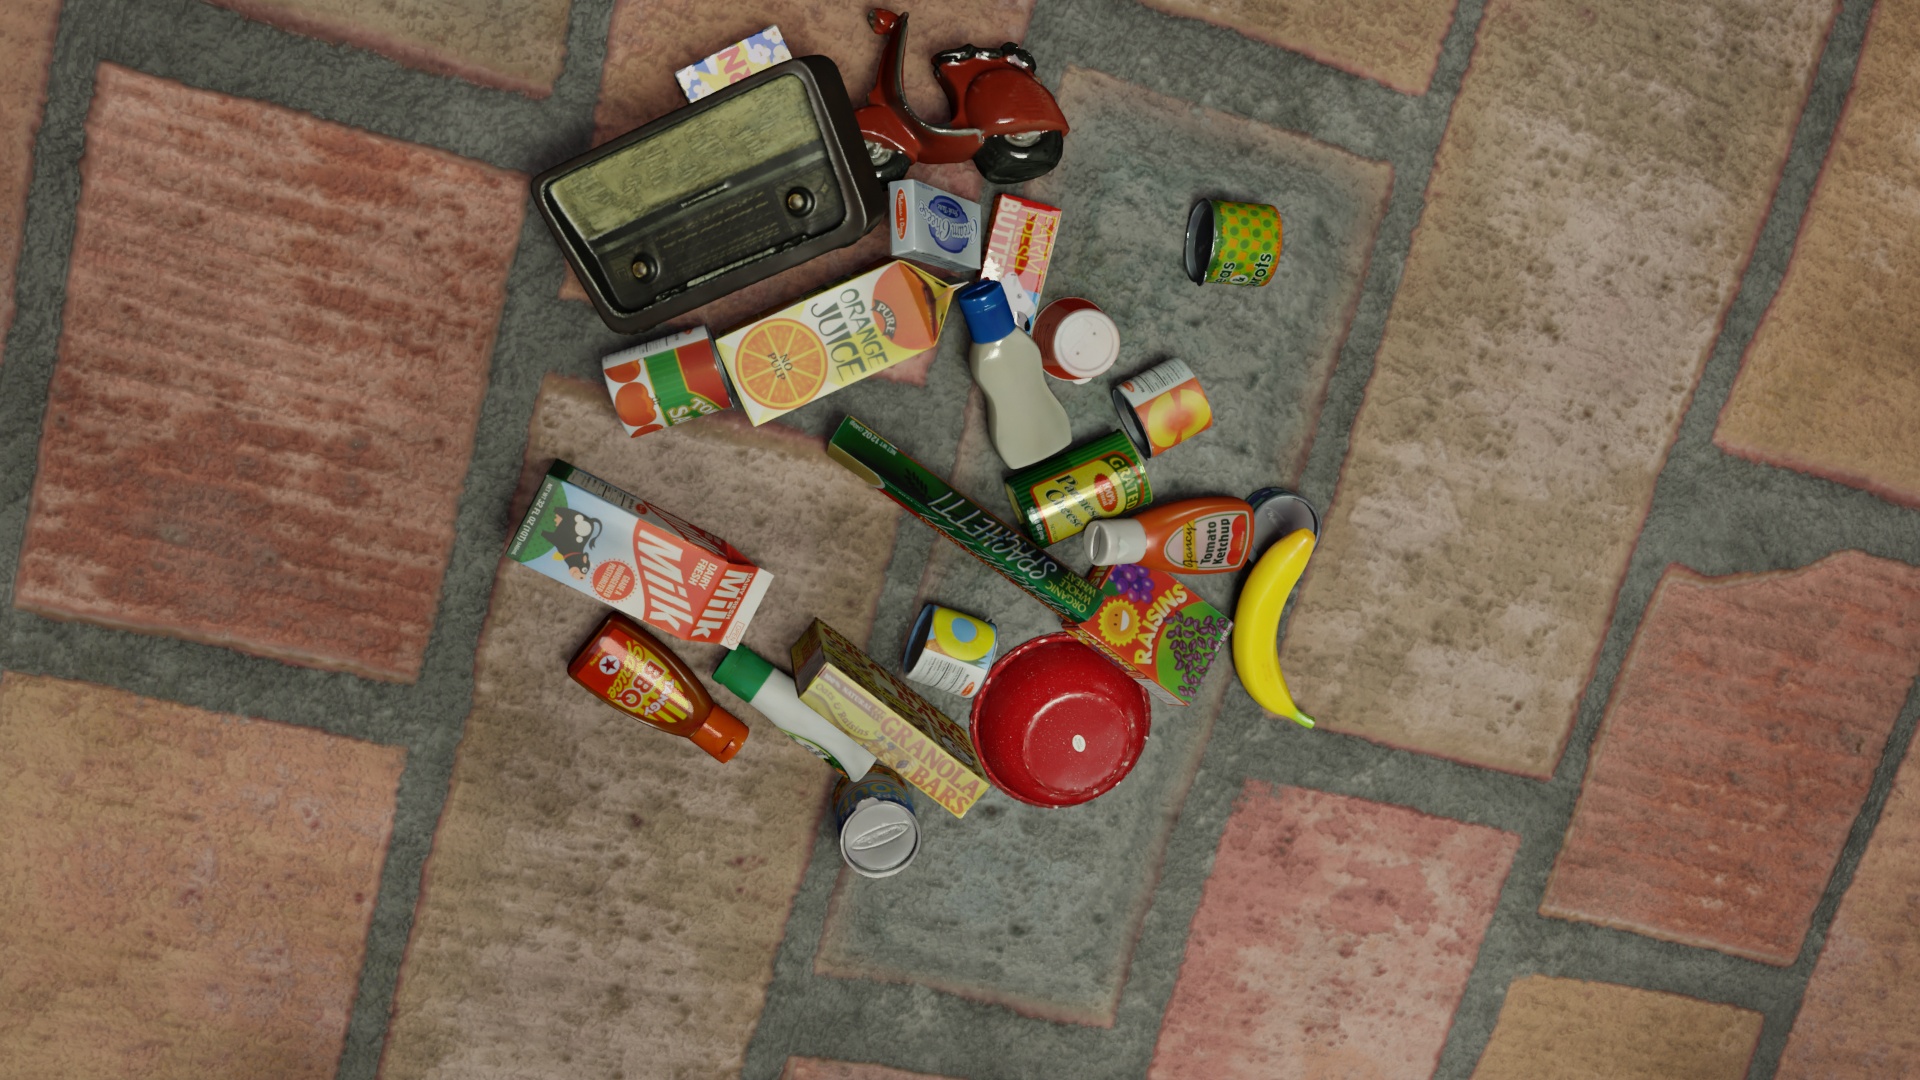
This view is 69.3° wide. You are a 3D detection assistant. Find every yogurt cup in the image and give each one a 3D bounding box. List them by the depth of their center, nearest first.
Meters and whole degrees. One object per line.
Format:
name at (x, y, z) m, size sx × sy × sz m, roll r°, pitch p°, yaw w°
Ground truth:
yogurt cup at (0.094, -0.159, 1.109) m, size 0.072 × 0.054 × 0.072 m, roll -2°, pitch 102°, yaw -9°

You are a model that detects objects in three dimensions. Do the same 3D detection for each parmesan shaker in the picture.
parmesan shaker at (0.096, -0.038, 1.130) m, size 0.103 × 0.071 × 0.071 m, roll -24°, pitch 105°, yaw -4°

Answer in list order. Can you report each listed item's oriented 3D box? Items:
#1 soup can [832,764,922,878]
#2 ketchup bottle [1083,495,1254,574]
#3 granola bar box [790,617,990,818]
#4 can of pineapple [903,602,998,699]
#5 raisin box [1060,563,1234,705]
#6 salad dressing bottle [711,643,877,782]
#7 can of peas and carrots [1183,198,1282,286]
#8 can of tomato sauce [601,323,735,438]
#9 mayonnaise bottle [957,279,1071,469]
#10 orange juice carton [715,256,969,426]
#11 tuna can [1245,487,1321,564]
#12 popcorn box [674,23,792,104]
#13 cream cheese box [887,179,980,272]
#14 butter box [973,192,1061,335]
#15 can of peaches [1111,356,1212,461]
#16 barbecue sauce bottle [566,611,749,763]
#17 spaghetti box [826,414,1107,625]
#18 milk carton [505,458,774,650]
soup can at (-0.071, 0.228, 1.150) m, size 0.071 × 0.084 × 0.071 m, roll -2°, pitch 103°, yaw -10°
ketchup bottle at (0.170, -0.002, 1.132) m, size 0.149 × 0.043 × 0.064 m, roll -4°, pitch 110°, yaw -30°
granola bar box at (-0.059, 0.140, 1.111) m, size 0.165 × 0.124 × 0.039 m, roll 39°, pitch 94°, yaw -15°
can of pineapple at (-0.008, 0.089, 1.141) m, size 0.058 × 0.071 × 0.071 m, roll 21°, pitch 98°, yaw -14°
raisin box at (0.157, 0.070, 1.167) m, size 0.123 × 0.040 × 0.086 m, roll 36°, pitch 76°, yaw -15°
salad dressing bottle at (-0.133, 0.139, 1.134) m, size 0.147 × 0.064 × 0.044 m, roll 36°, pitch 79°, yaw -7°
can of peas and carrots at (0.217, -0.235, 1.106) m, size 0.059 × 0.071 × 0.070 m, roll 2°, pitch 102°, yaw -11°
can of tomato sauce at (-0.221, -0.119, 1.056) m, size 0.083 × 0.071 × 0.071 m, roll -18°, pitch 105°, yaw -5°
mayonnaise bottle at (0.039, -0.132, 1.096) m, size 0.065 × 0.041 × 0.147 m, roll -25°, pitch 118°, yaw -5°
orange juice carton at (-0.087, -0.163, 1.067) m, size 0.193 × 0.072 × 0.073 m, roll -25°, pitch 106°, yaw -3°
tuna can at (0.268, -0.009, 1.183) m, size 0.071 × 0.033 × 0.071 m, roll -2°, pitch 103°, yaw -9°
popcorn box at (-0.148, -0.309, 1.042) m, size 0.085 × 0.038 × 0.126 m, roll -27°, pitch 105°, yaw -2°
cream cheese box at (-0.019, -0.236, 1.048) m, size 0.024 × 0.104 × 0.053 m, roll 0°, pitch 92°, yaw 29°
butter box at (0.042, -0.219, 1.102) m, size 0.053 × 0.024 × 0.103 m, roll 12°, pitch 100°, yaw -13°
can of peaches at (0.164, -0.106, 1.127) m, size 0.058 × 0.071 × 0.071 m, roll -28°, pitch 106°, yaw -3°
barbecue sauce bottle at (-0.239, 0.123, 1.118) m, size 0.148 × 0.044 × 0.065 m, roll 39°, pitch 93°, yaw -16°
spaghetti box at (0.004, -0.014, 1.098) m, size 0.250 × 0.050 × 0.029 m, roll 35°, pitch 78°, yaw -2°
milk carton at (-0.245, 0.015, 1.078) m, size 0.190 × 0.073 × 0.072 m, roll 27°, pitch 97°, yaw -15°
